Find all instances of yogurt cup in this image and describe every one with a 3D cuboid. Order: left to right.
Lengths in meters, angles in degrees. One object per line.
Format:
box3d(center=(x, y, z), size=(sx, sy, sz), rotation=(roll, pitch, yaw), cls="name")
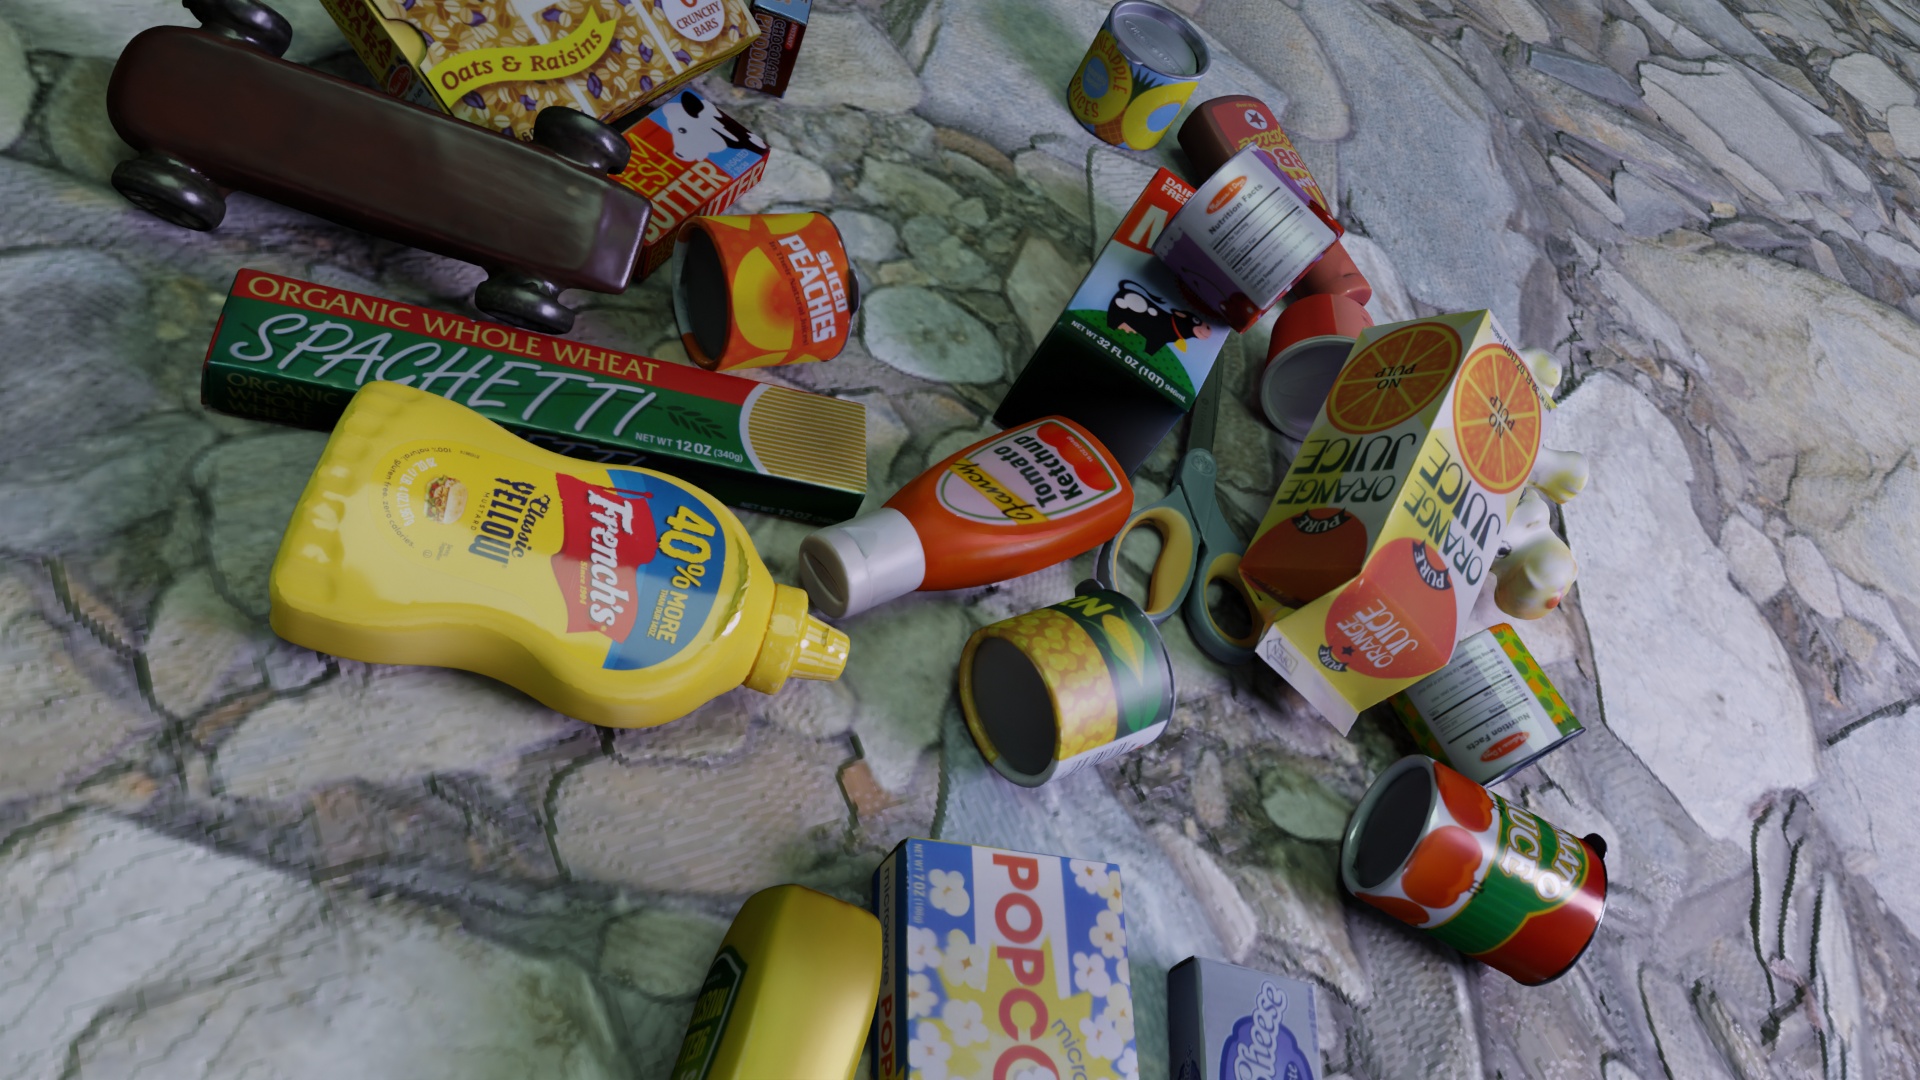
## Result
box3d(center=(0.192, -0.093, 0.731), size=(0.072, 0.072, 0.054), rotation=(23, 43, -11), cls="yogurt cup")

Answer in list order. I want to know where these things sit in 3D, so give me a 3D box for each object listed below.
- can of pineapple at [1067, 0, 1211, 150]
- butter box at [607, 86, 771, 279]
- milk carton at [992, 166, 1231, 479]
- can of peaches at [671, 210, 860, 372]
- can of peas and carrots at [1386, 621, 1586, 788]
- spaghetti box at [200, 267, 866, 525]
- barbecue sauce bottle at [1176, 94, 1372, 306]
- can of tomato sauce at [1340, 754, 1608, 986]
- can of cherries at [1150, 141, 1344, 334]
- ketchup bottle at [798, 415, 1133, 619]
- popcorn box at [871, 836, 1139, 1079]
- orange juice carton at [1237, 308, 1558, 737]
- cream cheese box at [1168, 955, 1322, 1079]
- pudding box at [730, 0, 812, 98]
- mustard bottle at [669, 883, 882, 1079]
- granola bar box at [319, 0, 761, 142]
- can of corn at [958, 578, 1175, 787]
box3d(center=(0.102, -0.272, 0.813), size=(0.071, 0.057, 0.071), rotation=(13, 53, -18), cls="can of pineapple")
box3d(center=(-0.137, -0.166, 0.641), size=(0.053, 0.024, 0.104), rotation=(35, 49, 0), cls="butter box")
box3d(center=(0.095, -0.117, 0.692), size=(0.072, 0.073, 0.191), rotation=(34, 49, -2), cls="milk carton")
box3d(center=(-0.085, -0.107, 0.597), size=(0.058, 0.071, 0.071), rotation=(-10, 63, -31), cls="can of peaches")
box3d(center=(0.238, 0.079, 0.634), size=(0.071, 0.070, 0.059), rotation=(-15, 65, -34), cls="can of peas and carrots")
box3d(center=(-0.158, -0.053, 0.549), size=(0.250, 0.028, 0.050), rotation=(11, 53, -20), cls="spaghetti box")
box3d(center=(0.186, -0.192, 0.809), size=(0.065, 0.043, 0.149), rotation=(-11, 64, -33), cls="barbecue sauce bottle")
box3d(center=(0.213, 0.135, 0.577), size=(0.083, 0.070, 0.071), rotation=(28, 50, -6), cls="can of tomato sauce")
box3d(center=(0.131, -0.136, 0.632), size=(0.058, 0.071, 0.072), rotation=(45, 50, 4), cls="can of cherries")
box3d(center=(0.002, -0.007, 0.588), size=(0.149, 0.043, 0.065), rotation=(-22, 59, -36), cls="ketchup bottle")
box3d(center=(0.015, 0.170, 0.474), size=(0.085, 0.038, 0.127), rotation=(12, 53, -20), cls="popcorn box")
box3d(center=(0.194, -0.009, 0.635), size=(0.071, 0.073, 0.193), rotation=(43, 66, -27), cls="orange juice carton")
box3d(center=(0.105, 0.208, 0.502), size=(0.053, 0.024, 0.104), rotation=(16, 52, -16), cls="cream cheese box")
box3d(center=(-0.095, -0.277, 0.723), size=(0.030, 0.049, 0.084), rotation=(16, 52, -14), cls="pudding box")
box3d(center=(-0.068, 0.184, 0.408), size=(0.049, 0.065, 0.161), rotation=(27, 54, -13), cls="mustard bottle")
box3d(center=(-0.187, -0.245, 0.620), size=(0.166, 0.039, 0.124), rotation=(-43, 107, -34), cls="granola bar box")
box3d(center=(0.040, 0.055, 0.548), size=(0.058, 0.070, 0.071), rotation=(-15, 66, -33), cls="can of corn")
